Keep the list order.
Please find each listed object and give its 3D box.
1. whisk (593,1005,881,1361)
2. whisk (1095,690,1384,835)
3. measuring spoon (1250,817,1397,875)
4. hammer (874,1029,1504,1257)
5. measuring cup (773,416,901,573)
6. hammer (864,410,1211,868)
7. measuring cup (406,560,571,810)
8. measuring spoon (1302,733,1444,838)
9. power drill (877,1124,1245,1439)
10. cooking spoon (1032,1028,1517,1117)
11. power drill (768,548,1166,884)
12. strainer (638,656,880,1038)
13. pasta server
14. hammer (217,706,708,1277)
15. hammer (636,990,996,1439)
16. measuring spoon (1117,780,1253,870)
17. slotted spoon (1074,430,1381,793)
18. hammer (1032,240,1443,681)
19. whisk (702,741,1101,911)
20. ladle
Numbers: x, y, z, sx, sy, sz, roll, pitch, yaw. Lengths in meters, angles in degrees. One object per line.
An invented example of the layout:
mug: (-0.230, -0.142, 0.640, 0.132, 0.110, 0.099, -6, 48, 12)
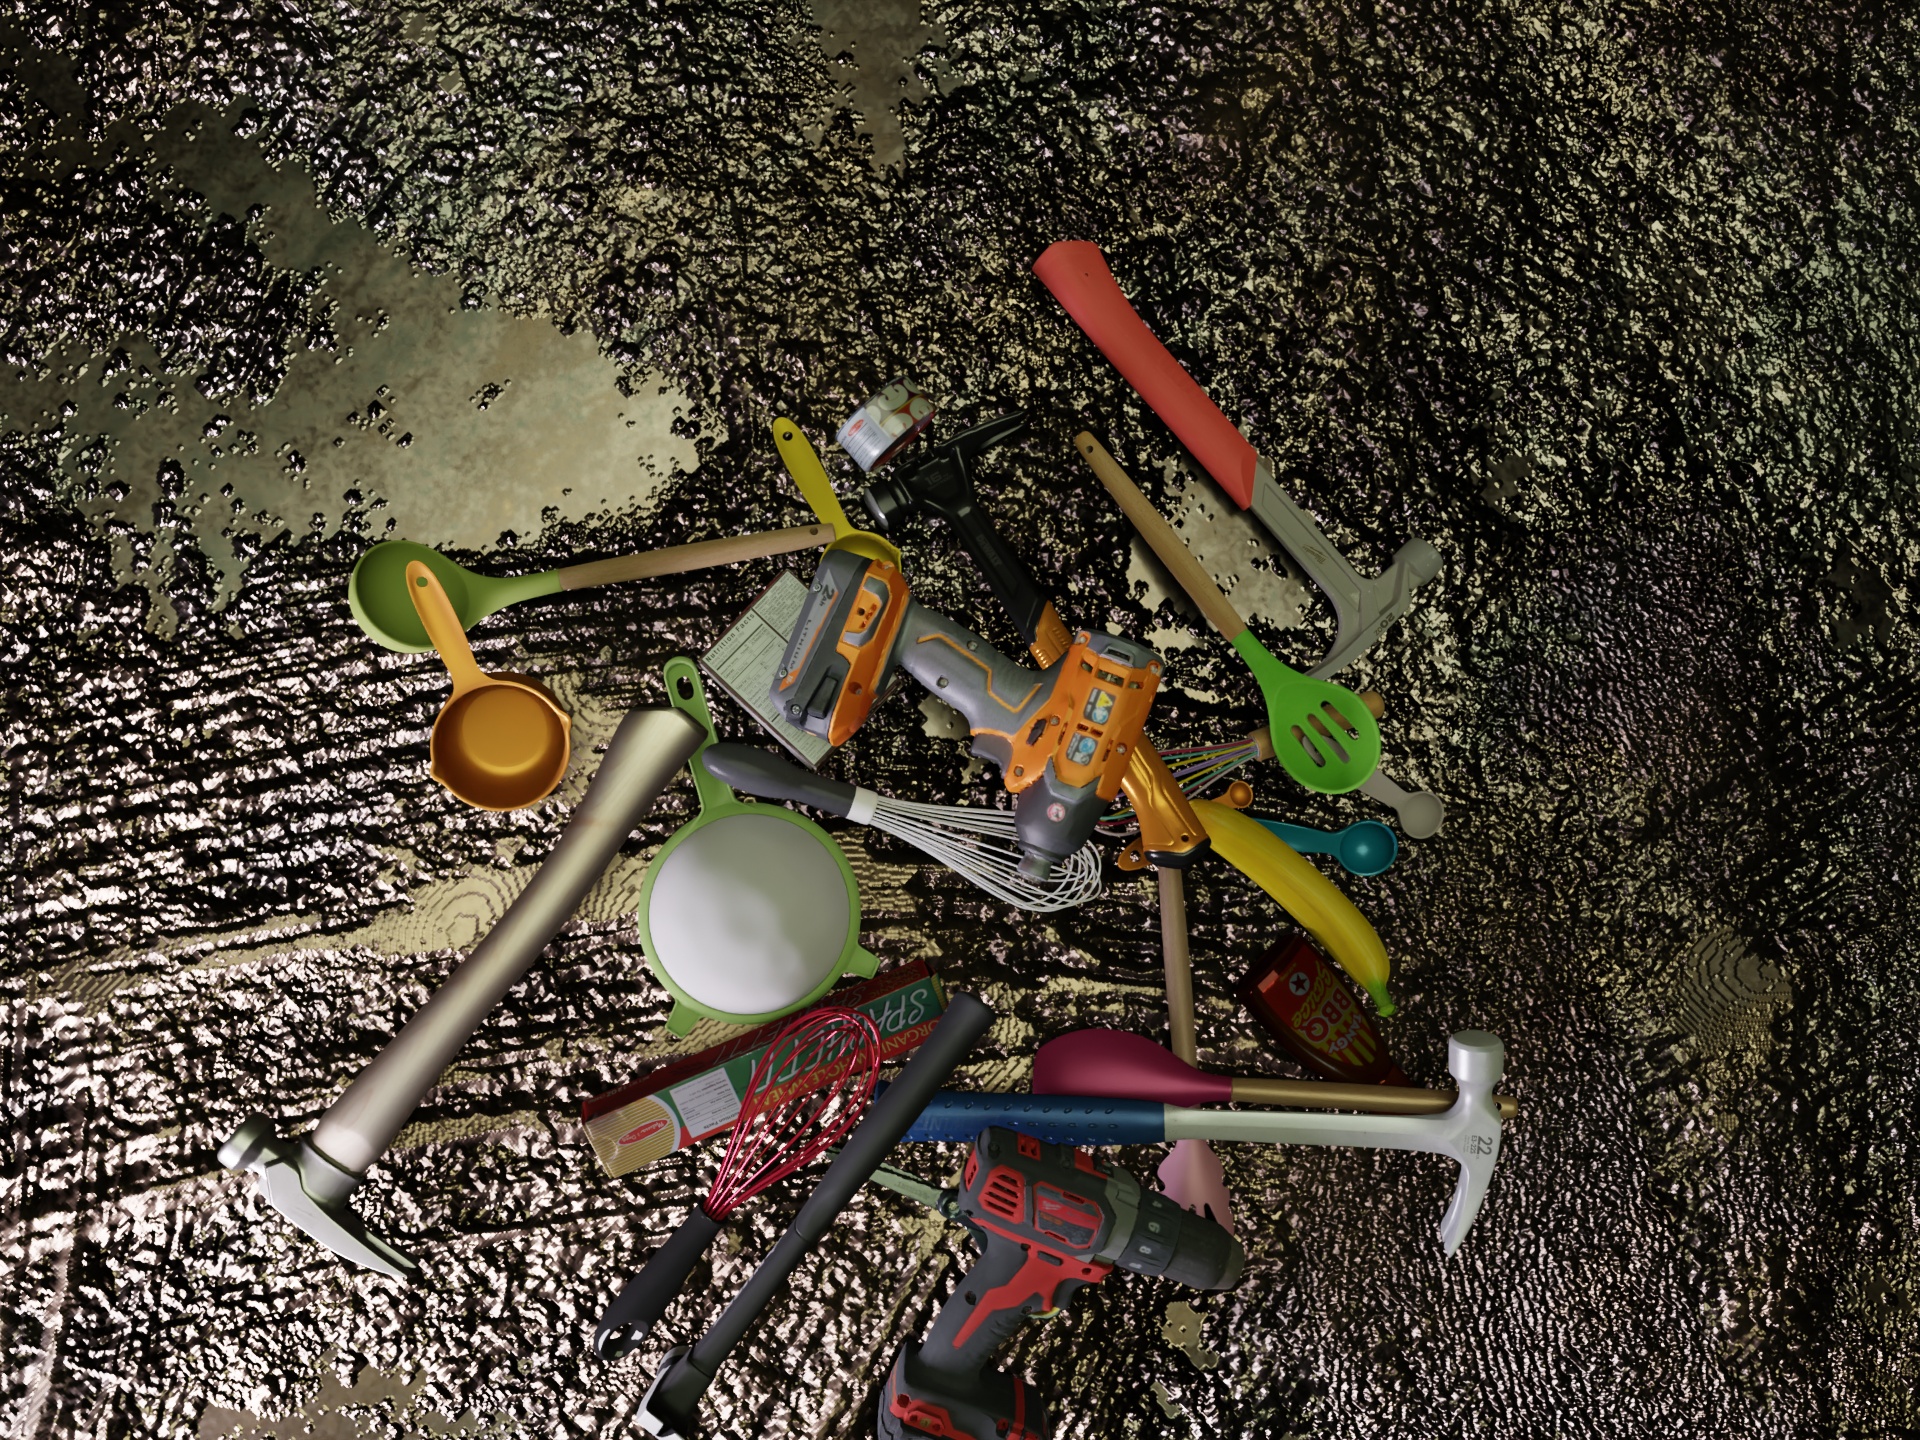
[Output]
whisk: (-0.148, 0.304, 1.028, 0.073, 0.073, 0.296, 37, 98, -2)
whisk: (0.185, 0.026, 1.116, 0.245, 0.051, 0.047, -19, 123, -11)
measuring spoon: (0.244, 0.081, 1.127, 0.128, 0.021, 0.042, 8, 109, 3)
hammer: (0.145, 0.271, 1.048, 0.405, 0.035, 0.144, 0, 100, 7)
measuring cup: (-0.091, -0.142, 1.108, 0.062, 0.029, 0.157, -27, 77, -6)
hammer: (0.072, -0.051, 1.076, 0.127, 0.034, 0.337, -31, 77, -7)
measuring cup: (-0.316, -0.027, 1.037, 0.095, 0.052, 0.173, -23, 106, -6)
measuring spoon: (0.288, 0.043, 1.123, 0.124, 0.018, 0.034, 32, 89, -13)
power drill: (0.061, 0.388, 1.025, 0.188, 0.080, 0.226, 22, 98, -4)
cooking spoon: (0.207, 0.248, 1.065, 0.319, 0.017, 0.069, 2, 82, 7)
power drill: (-0.002, -0.003, 1.017, 0.226, 0.084, 0.164, 21, 85, 6)
strainer: (-0.155, 0.079, 1.058, 0.151, 0.069, 0.256, -16, 89, -7)
pasta server: (0.153, 0.225, 1.102, 0.060, 0.040, 0.316, -3, 82, -6)
hammer: (-0.295, 0.165, 1.034, 0.146, 0.038, 0.410, 38, 89, -3)
hammer: (-0.089, 0.310, 1.002, 0.035, 0.146, 0.335, 38, 85, 1)
measuring spoon: (0.156, 0.074, 1.108, 0.117, 0.011, 0.021, -28, 89, -20)
slotted spoon: (0.179, -0.080, 1.103, 0.070, 0.031, 0.314, -40, 79, 15)
hammer: (0.174, -0.191, 1.129, 0.149, 0.036, 0.359, -42, 91, -7)
whisk: (-0.036, 0.067, 1.061, 0.284, 0.070, 0.070, 19, 84, -12)
ladle: (-0.242, -0.103, 1.059, 0.320, 0.062, 0.078, -10, 74, -4)
